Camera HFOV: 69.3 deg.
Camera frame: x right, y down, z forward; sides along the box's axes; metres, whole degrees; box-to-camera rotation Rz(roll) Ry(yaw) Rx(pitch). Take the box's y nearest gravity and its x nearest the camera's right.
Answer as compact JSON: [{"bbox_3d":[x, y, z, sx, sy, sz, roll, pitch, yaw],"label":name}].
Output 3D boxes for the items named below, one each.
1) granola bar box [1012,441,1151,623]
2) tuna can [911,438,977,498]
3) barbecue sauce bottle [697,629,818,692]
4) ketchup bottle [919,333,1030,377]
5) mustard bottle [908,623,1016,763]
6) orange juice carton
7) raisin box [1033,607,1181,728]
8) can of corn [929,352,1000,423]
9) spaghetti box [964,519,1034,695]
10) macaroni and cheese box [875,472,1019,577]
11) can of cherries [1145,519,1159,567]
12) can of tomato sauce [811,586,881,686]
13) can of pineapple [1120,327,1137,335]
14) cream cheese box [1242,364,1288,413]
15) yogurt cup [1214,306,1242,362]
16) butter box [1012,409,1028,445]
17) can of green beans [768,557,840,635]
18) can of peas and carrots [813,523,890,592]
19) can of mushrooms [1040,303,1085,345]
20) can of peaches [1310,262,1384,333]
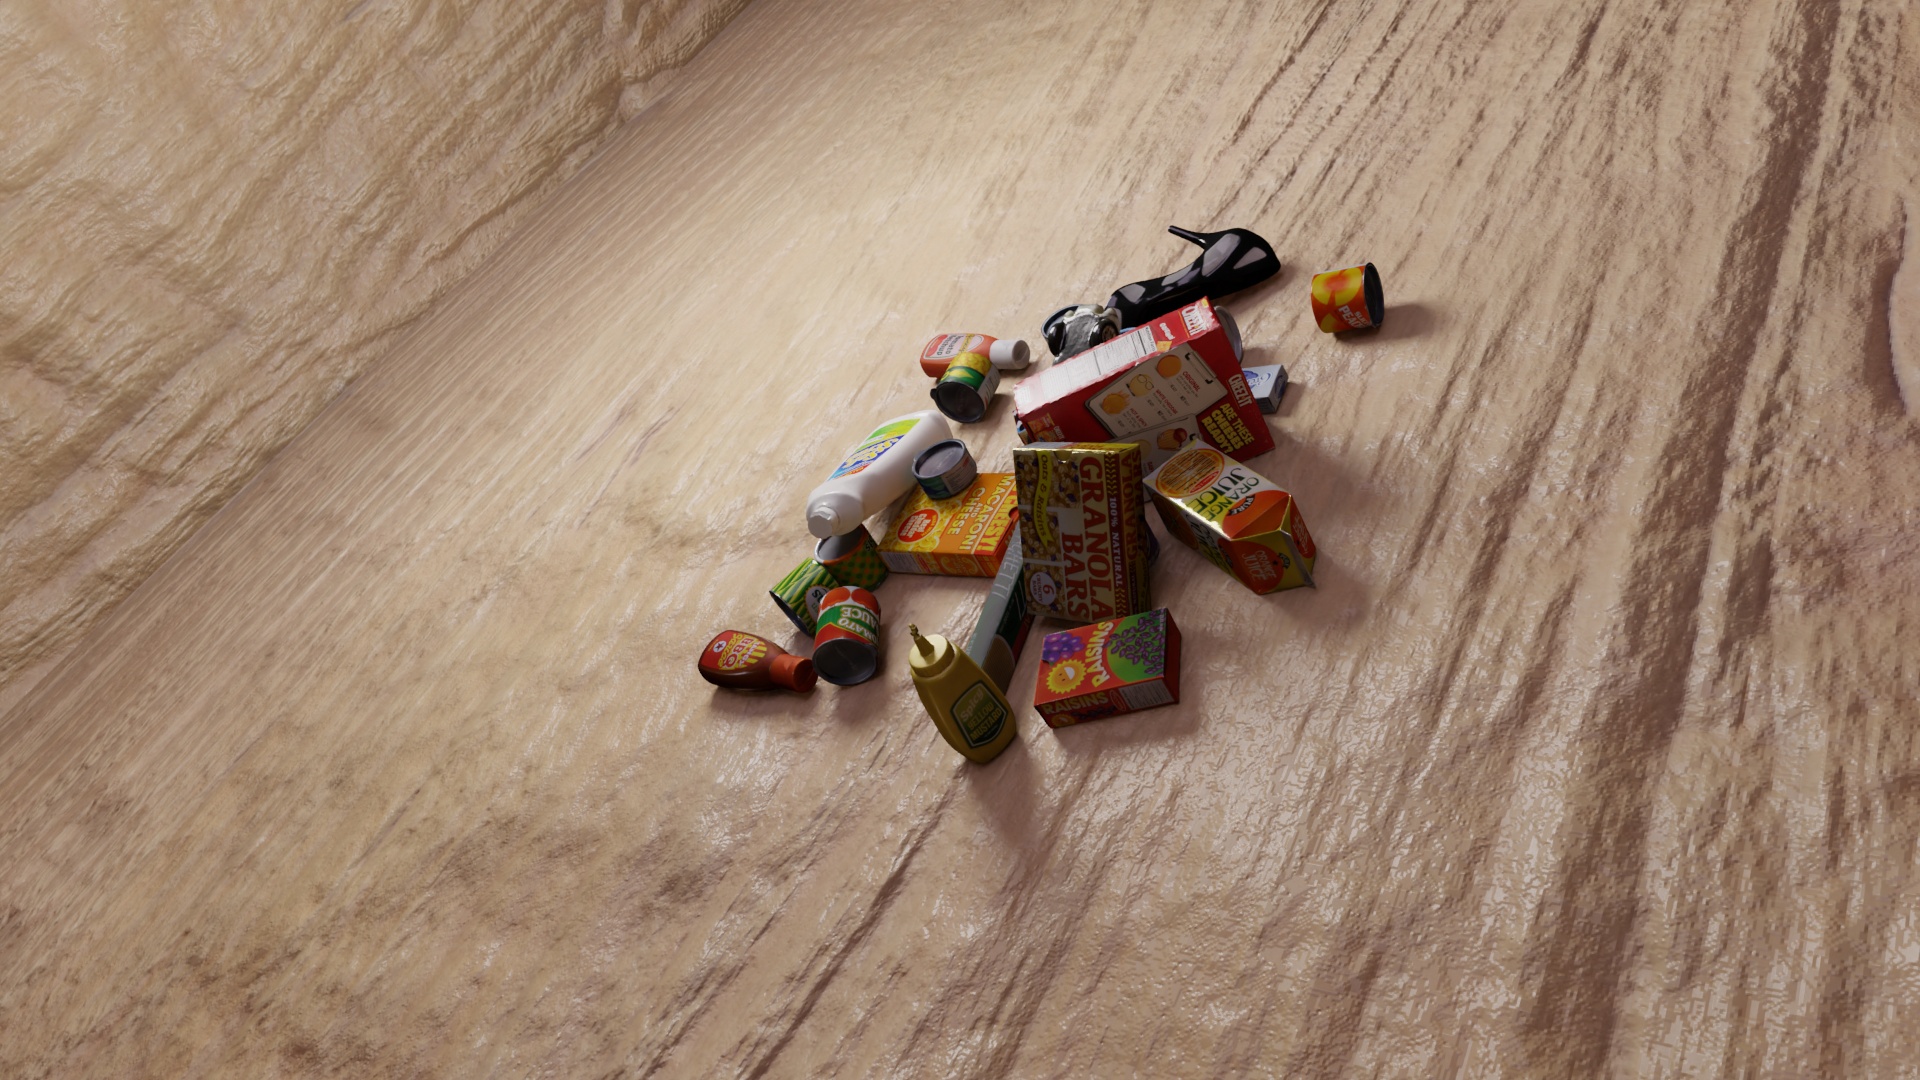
[{"bbox_3d":[0.113,-0.007,1.299,0.124,0.165,0.039,5,15,41],"label":"granola bar box"},{"bbox_3d":[-0.019,-0.079,1.530,0.071,0.032,0.071,-21,34,15],"label":"tuna can"},{"bbox_3d":[-0.213,0.133,1.480,0.148,0.043,0.065,7,49,42],"label":"barbecue sauce bottle"},{"bbox_3d":[0.021,-0.234,1.756,0.149,0.043,0.065,6,49,41],"label":"ketchup bottle"},{"bbox_3d":[-0.007,0.129,1.222,0.065,0.159,0.049,-45,37,-15],"label":"mustard bottle"},{"bbox_3d":[0.256,-0.018,1.277,0.073,0.071,0.193,-37,34,-7],"label":"orange juice carton"},{"bbox_3d":[0.132,0.114,1.239,0.123,0.040,0.086,-16,38,24],"label":"raisin box"},{"bbox_3d":[0.006,-0.186,1.684,0.071,0.071,0.058,-5,42,34],"label":"can of corn"},{"bbox_3d":[0.055,0.050,1.368,0.028,0.050,0.251,-6,42,31],"label":"spaghetti box"},{"bbox_3d":[0.005,-0.019,1.502,0.166,0.040,0.124,1,47,40],"label":"macaroni and cheese box"},{"bbox_3d":[0.154,-0.002,1.349,0.071,0.058,0.072,-21,35,16],"label":"can of cherries"},{"bbox_3d":[-0.115,0.096,1.428,0.071,0.071,0.083,-21,35,16],"label":"can of tomato sauce"},{"bbox_3d":[0.192,-0.199,1.564,0.071,0.057,0.071,-21,35,16],"label":"can of pineapple"},{"bbox_3d":[0.289,-0.156,1.465,0.103,0.024,0.053,-2,46,37],"label":"cream cheese box"},{"bbox_3d":[0.270,-0.217,1.523,0.054,0.072,0.073,-15,37,37],"label":"yogurt cup"},{"bbox_3d":[0.113,-0.150,1.595,0.103,0.024,0.053,-25,35,11],"label":"butter box"},{"bbox_3d":[-0.165,0.061,1.513,0.058,0.071,0.071,-42,35,-14],"label":"can of green beans"},{"bbox_3d":[-0.118,0.019,1.534,0.071,0.058,0.071,-21,36,16],"label":"can of peas and carrots"},{"bbox_3d":[0.134,-0.256,1.702,0.071,0.033,0.071,-20,36,16],"label":"can of mushrooms"},{"bbox_3d":[0.406,-0.252,1.457,0.058,0.071,0.071,-5,42,34],"label":"can of peaches"}]
